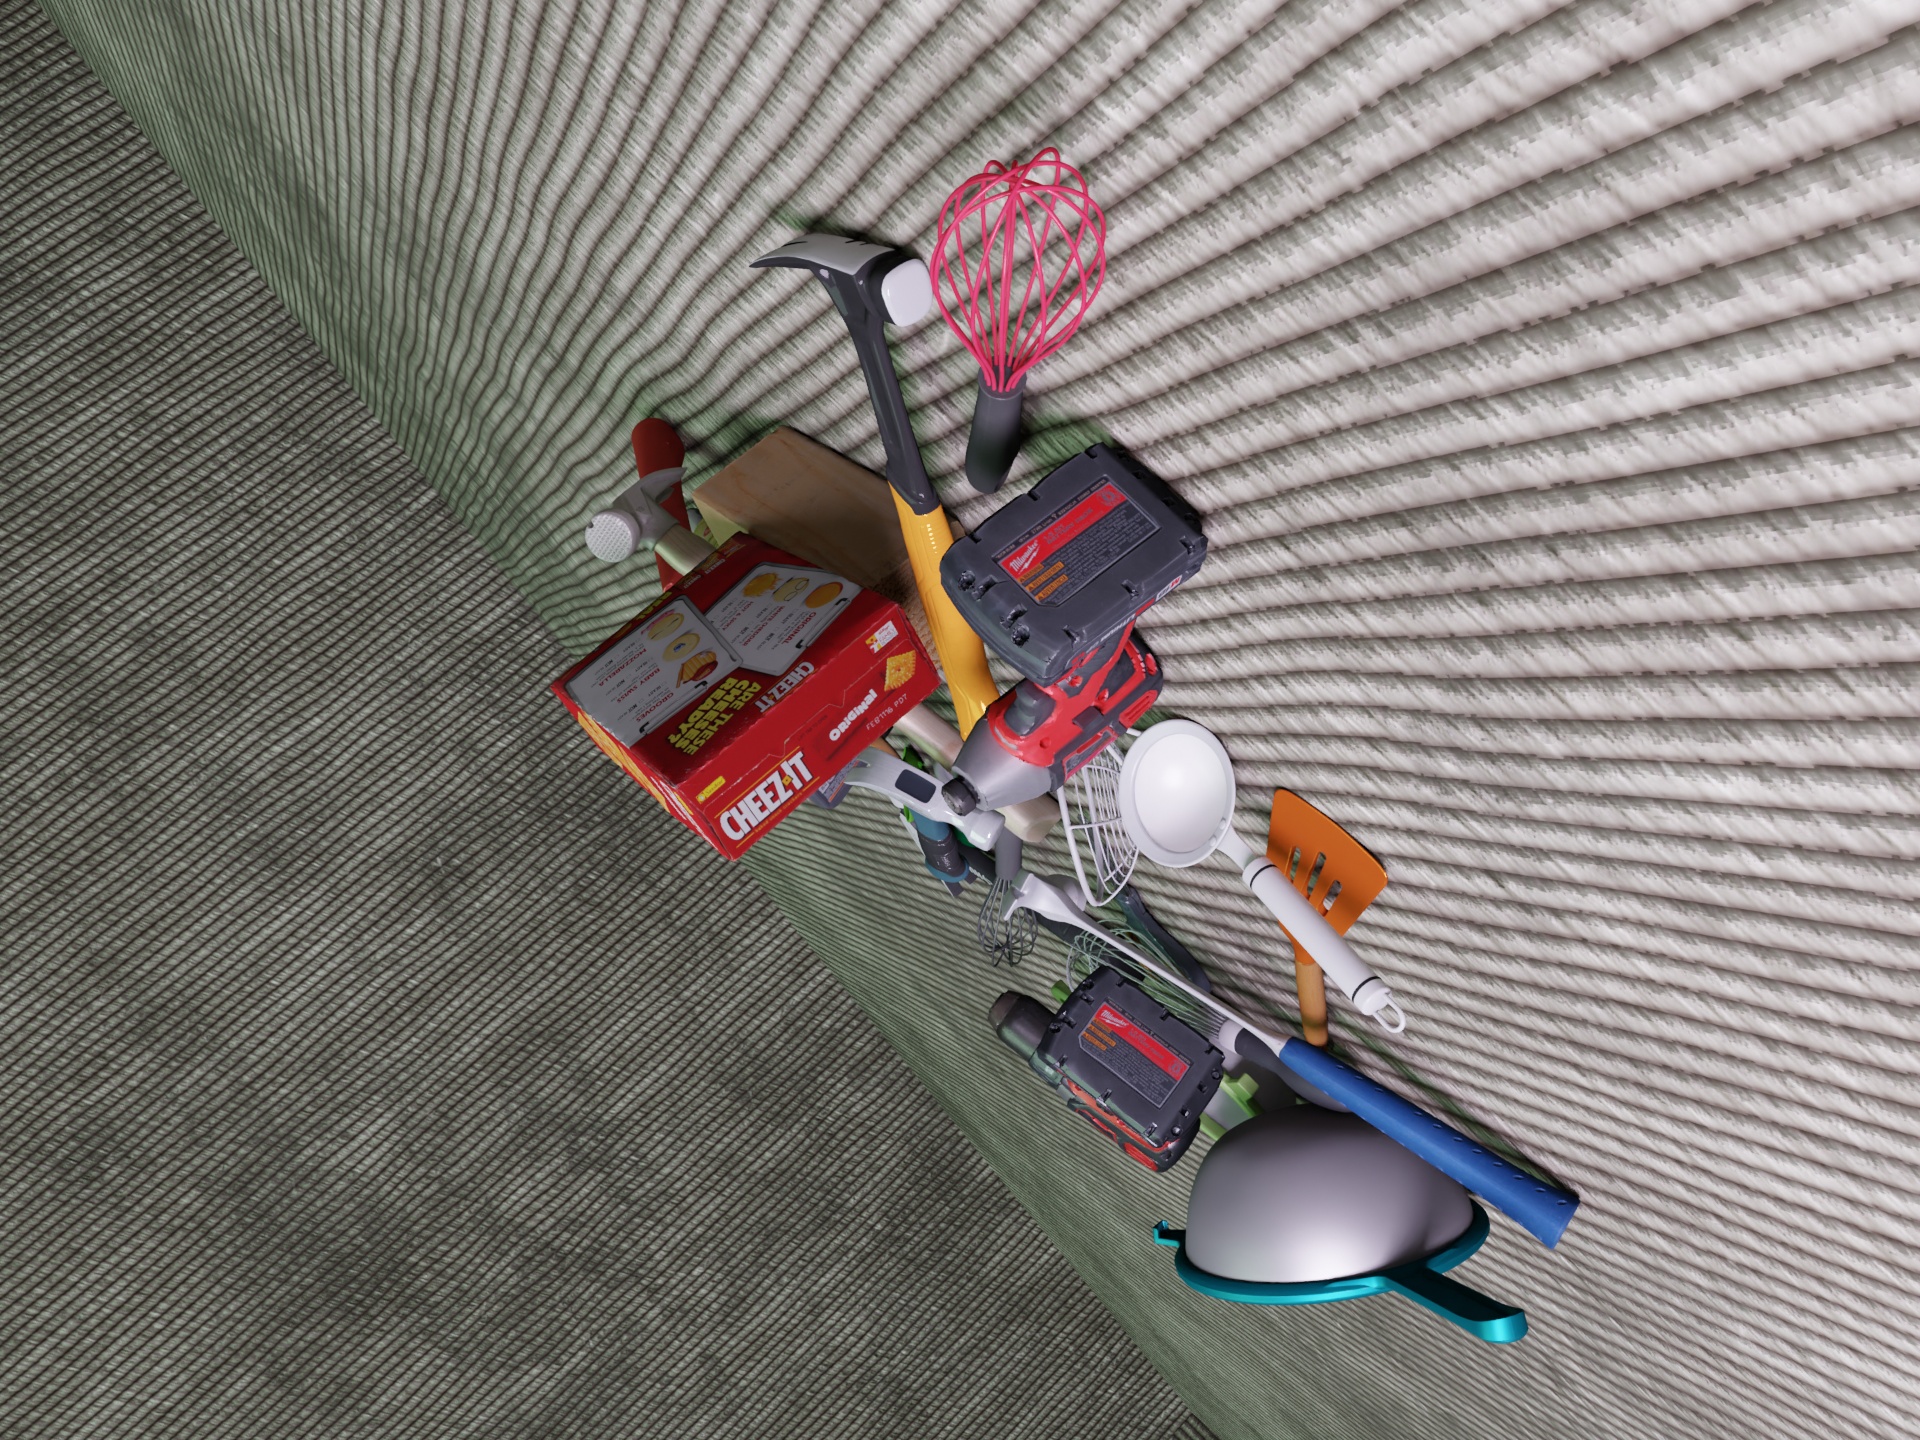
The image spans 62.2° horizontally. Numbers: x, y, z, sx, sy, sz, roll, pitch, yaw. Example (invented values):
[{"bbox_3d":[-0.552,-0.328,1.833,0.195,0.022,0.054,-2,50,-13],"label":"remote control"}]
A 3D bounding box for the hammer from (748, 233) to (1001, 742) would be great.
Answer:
[{"bbox_3d":[-0.027,-0.119,0.926,0.127,0.034,0.336,29,146,44],"label":"hammer"}]

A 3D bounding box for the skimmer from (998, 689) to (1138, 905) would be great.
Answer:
[{"bbox_3d":[-0.002,-0.004,1.118,0.364,0.090,0.127,36,161,40],"label":"skimmer"}]

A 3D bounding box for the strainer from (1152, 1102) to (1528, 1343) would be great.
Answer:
[{"bbox_3d":[0.254,0.306,1.015,0.340,0.211,0.095,154,105,-78],"label":"strainer"}]

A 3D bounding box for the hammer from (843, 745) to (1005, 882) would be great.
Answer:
[{"bbox_3d":[-0.021,0.091,1.298,0.128,0.033,0.330,29,168,10],"label":"hammer"}]

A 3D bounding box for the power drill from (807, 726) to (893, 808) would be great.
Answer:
[{"bbox_3d":[-0.171,-0.037,1.421,0.227,0.164,0.084,29,167,25],"label":"power drill"}]

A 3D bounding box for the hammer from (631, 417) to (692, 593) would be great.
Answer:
[{"bbox_3d":[-0.231,-0.131,1.247,0.149,0.036,0.360,19,-147,-34],"label":"hammer"}]

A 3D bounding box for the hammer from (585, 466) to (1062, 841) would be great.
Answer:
[{"bbox_3d":[-0.090,-0.047,1.218,0.410,0.038,0.146,37,-154,-6],"label":"hammer"}]

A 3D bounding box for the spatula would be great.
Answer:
[{"bbox_3d":[0.224,0.149,0.994,0.081,0.041,0.322,42,167,31],"label":"spatula"}]

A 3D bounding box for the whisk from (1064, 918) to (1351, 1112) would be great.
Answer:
[{"bbox_3d":[0.176,0.217,1.154,0.285,0.070,0.070,24,151,48],"label":"whisk"}]

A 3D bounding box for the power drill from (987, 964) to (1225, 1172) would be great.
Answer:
[{"bbox_3d":[0.101,0.252,1.183,0.188,0.080,0.226,36,164,14],"label":"power drill"}]

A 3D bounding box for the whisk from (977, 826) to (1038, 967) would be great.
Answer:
[{"bbox_3d":[0.038,0.126,1.334,0.055,0.055,0.238,38,146,34],"label":"whisk"}]

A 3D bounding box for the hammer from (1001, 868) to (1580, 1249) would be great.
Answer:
[{"bbox_3d":[0.198,0.205,1.021,0.406,0.035,0.144,30,-178,24],"label":"hammer"}]

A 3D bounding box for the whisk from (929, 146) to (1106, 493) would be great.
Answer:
[{"bbox_3d":[0.021,-0.168,0.736,0.073,0.073,0.295,47,169,9],"label":"whisk"}]

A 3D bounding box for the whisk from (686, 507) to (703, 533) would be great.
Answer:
[{"bbox_3d":[-0.195,-0.123,1.411,0.247,0.059,0.057,49,-177,41],"label":"whisk"}]

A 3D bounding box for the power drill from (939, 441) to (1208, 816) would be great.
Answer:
[{"bbox_3d":[0.048,-0.031,0.825,0.079,0.143,0.219,47,162,19],"label":"power drill"}]

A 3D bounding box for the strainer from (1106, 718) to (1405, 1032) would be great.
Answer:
[{"bbox_3d":[0.163,0.082,0.888,0.050,0.086,0.259,7,-149,-38],"label":"strainer"}]

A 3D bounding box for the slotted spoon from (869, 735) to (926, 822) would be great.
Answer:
[{"bbox_3d":[-0.060,0.036,1.357,0.313,0.031,0.070,58,-153,-77],"label":"slotted spoon"}]

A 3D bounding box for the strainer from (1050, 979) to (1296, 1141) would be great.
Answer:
[{"bbox_3d":[0.177,0.255,1.270,0.257,0.069,0.151,29,156,46],"label":"strainer"}]

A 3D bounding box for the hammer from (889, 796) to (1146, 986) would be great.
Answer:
[{"bbox_3d":[0.054,0.159,1.459,0.335,0.035,0.146,30,155,50],"label":"hammer"}]
